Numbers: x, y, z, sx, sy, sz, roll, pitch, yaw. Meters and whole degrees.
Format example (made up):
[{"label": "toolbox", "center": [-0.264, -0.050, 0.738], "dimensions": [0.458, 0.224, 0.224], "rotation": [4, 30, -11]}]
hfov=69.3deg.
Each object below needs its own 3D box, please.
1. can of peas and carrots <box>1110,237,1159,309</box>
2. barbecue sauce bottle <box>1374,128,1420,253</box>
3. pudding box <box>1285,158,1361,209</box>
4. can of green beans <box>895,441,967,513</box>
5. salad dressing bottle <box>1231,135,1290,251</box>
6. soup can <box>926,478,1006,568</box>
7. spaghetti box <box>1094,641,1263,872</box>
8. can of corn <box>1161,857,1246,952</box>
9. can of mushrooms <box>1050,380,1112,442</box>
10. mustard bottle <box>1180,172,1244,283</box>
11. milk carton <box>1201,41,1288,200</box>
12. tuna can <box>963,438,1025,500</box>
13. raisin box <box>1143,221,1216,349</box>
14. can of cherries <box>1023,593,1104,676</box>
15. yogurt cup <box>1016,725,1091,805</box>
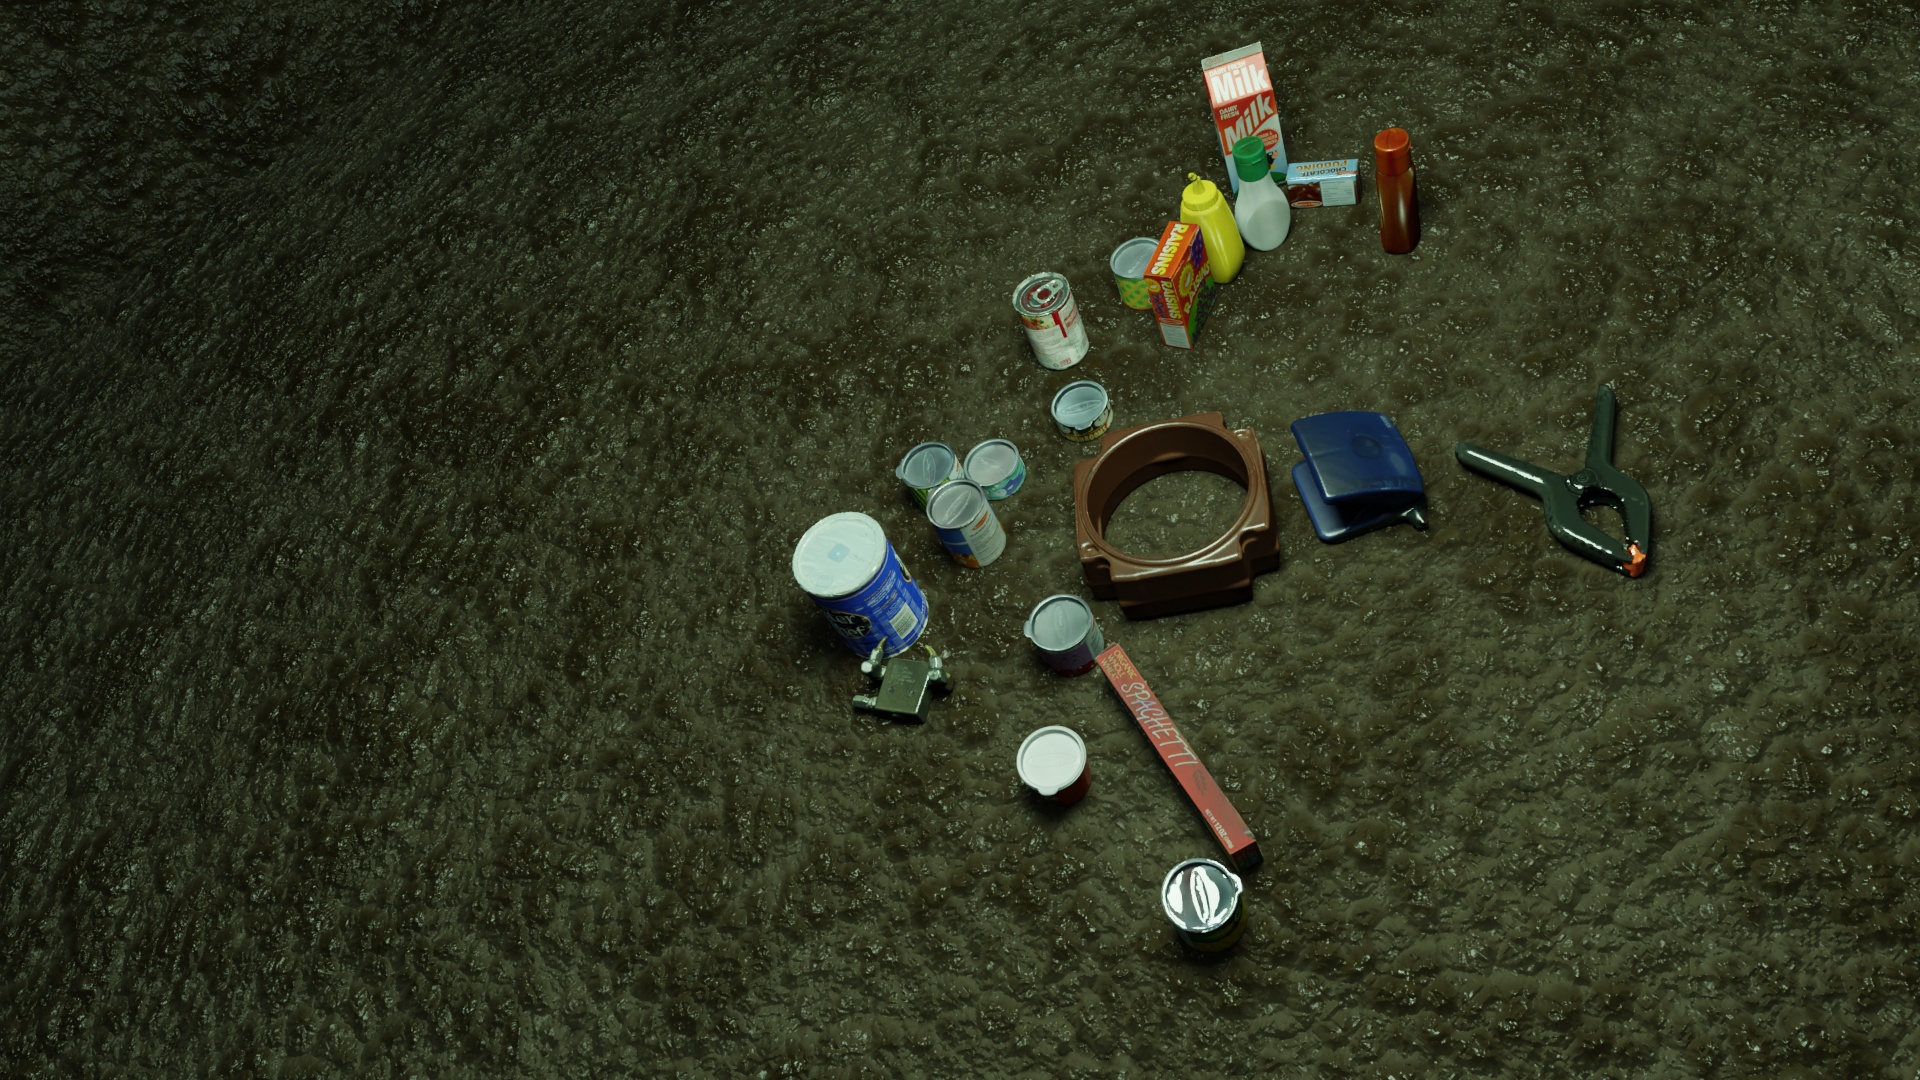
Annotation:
[{"label": "can of peas and carrots", "center": [0.220, -0.319, 1.663], "dimensions": [0.071, 0.058, 0.071], "rotation": [-11, 54, 15]}, {"label": "barbecue sauce bottle", "center": [0.487, -0.392, 1.552], "dimensions": [0.043, 0.148, 0.065], "rotation": [2, 58, 23]}, {"label": "pudding box", "center": [0.434, -0.426, 1.660], "dimensions": [0.083, 0.049, 0.030], "rotation": [1, 58, 22]}, {"label": "can of green beans", "center": [-0.028, -0.070, 1.588], "dimensions": [0.071, 0.057, 0.071], "rotation": [-11, 54, 15]}, {"label": "salad dressing bottle", "center": [0.346, -0.403, 1.616], "dimensions": [0.064, 0.147, 0.044], "rotation": [-27, 51, 3]}, {"label": "soup can", "center": [0.005, -0.019, 1.522], "dimensions": [0.071, 0.083, 0.072], "rotation": [-11, 54, 15]}, {"label": "spaghetti box", "center": [0.202, 0.200, 1.311], "dimensions": [0.029, 0.050, 0.251], "rotation": [-32, 51, -2]}, {"label": "can of corn", "center": [0.217, 0.319, 1.217], "dimensions": [0.071, 0.058, 0.071], "rotation": [-11, 54, 15]}, {"label": "can of mushrooms", "center": [0.140, -0.146, 1.589], "dimensions": [0.071, 0.033, 0.071], "rotation": [-10, 54, 15]}, {"label": "mustard bottle", "center": [0.287, -0.367, 1.606], "dimensions": [0.065, 0.159, 0.049], "rotation": [25, 69, 33]}, {"label": "milk carton", "center": [0.340, -0.510, 1.666], "dimensions": [0.072, 0.189, 0.074], "rotation": [-15, 53, 12]}, {"label": "tuna can", "center": [0.038, -0.079, 1.583], "dimensions": [0.071, 0.032, 0.071], "rotation": [-10, 54, 15]}, {"label": "raisin box", "center": [0.253, -0.291, 1.589], "dimensions": [0.040, 0.123, 0.086], "rotation": [15, 63, 29]}, {"label": "can of cherries", "center": [0.106, 0.097, 1.417], "dimensions": [0.071, 0.058, 0.072], "rotation": [-11, 54, 15]}, {"label": "yogurt cup", "center": [0.094, 0.220, 1.338], "dimensions": [0.072, 0.053, 0.073], "rotation": [-11, 54, 15]}]
